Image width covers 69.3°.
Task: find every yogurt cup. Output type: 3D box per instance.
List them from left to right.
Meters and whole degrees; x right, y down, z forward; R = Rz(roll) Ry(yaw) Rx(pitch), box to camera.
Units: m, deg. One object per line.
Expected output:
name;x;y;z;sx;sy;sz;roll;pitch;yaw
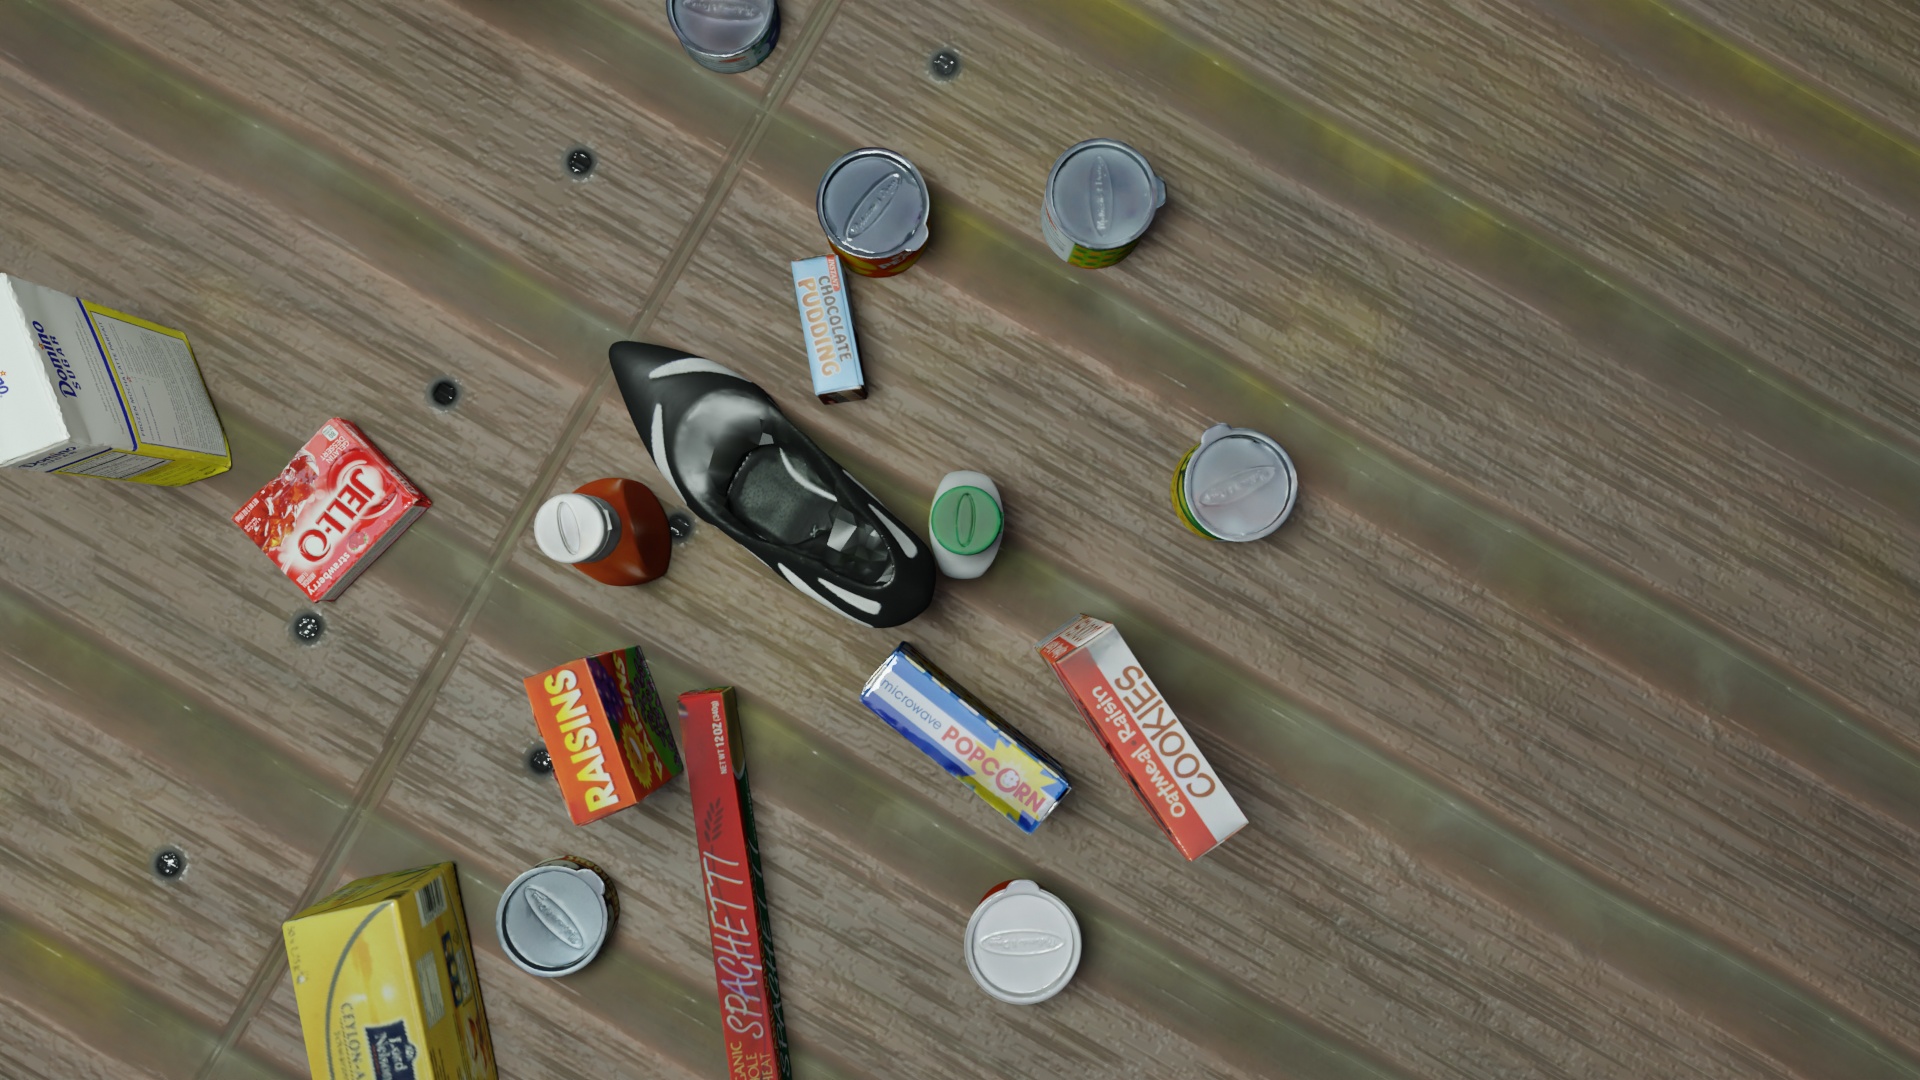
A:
yogurt cup;0.036;0.235;0.827;0.072;0.054;0.072;0;89;0

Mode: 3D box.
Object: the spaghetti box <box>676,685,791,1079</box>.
spaghetti box;-0.134;0.212;0.828;0.029;0.050;0.250;-9;88;-1

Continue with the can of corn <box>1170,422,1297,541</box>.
can of corn;0.162;-0.034;0.834;0.071;0.058;0.071;0;89;0

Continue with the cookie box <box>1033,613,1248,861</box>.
cookie box;0.094;0.103;0.775;0.040;0.167;0.123;-35;89;-1

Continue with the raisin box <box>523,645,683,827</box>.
raisin box;-0.202;0.107;0.794;0.040;0.123;0.086;-19;89;-1

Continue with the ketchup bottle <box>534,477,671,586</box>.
ketchup bottle;-0.200;-0.006;0.785;0.043;0.149;0.064;-14;89;-1

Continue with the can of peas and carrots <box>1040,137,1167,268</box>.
can of peas and carrots;0.085;-0.202;0.839;0.071;0.058;0.071;0;89;0

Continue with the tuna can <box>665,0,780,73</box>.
tuna can;-0.145;-0.326;0.853;0.071;0.033;0.071;0;88;-1

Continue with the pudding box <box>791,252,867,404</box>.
pudding box;-0.078;-0.127;0.839;0.030;0.049;0.083;-11;89;-1

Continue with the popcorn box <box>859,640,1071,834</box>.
popcorn box;0.002;0.113;0.815;0.127;0.085;0.038;38;89;1

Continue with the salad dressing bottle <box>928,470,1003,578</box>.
salad dressing bottle;0.003;-0.010;0.787;0.044;0.147;0.064;4;89;0

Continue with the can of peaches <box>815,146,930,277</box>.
can of peaches;-0.050;-0.194;0.837;0.071;0.058;0.071;0;89;0

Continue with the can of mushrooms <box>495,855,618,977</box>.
can of mushrooms;-0.239;0.223;0.835;0.071;0.033;0.071;0;88;-1
